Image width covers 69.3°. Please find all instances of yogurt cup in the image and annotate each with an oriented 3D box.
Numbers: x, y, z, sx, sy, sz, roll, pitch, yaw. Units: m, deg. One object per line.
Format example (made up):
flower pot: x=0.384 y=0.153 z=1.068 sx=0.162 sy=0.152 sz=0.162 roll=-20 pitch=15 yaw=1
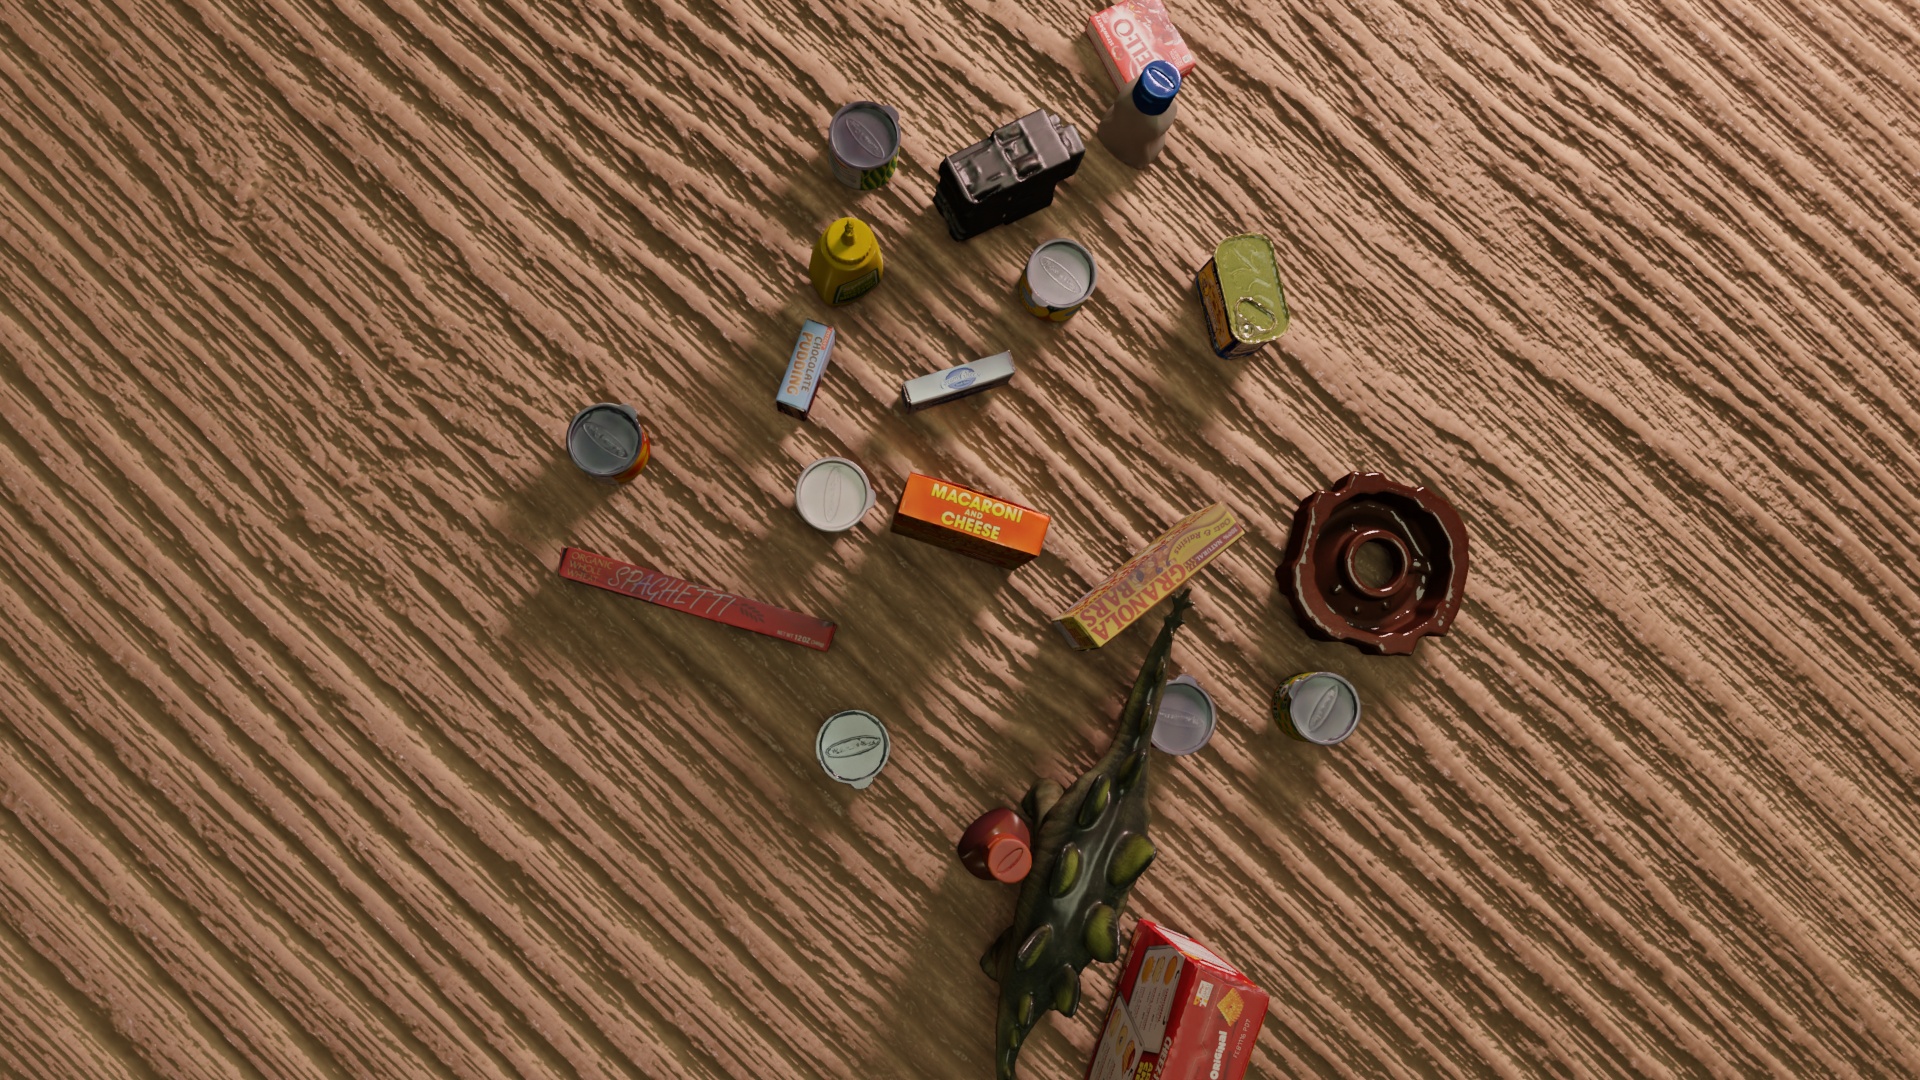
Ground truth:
yogurt cup: x=-0.116 y=-0.039 z=1.262 sx=0.072 sy=0.054 sz=0.072 roll=1 pitch=84 yaw=-5

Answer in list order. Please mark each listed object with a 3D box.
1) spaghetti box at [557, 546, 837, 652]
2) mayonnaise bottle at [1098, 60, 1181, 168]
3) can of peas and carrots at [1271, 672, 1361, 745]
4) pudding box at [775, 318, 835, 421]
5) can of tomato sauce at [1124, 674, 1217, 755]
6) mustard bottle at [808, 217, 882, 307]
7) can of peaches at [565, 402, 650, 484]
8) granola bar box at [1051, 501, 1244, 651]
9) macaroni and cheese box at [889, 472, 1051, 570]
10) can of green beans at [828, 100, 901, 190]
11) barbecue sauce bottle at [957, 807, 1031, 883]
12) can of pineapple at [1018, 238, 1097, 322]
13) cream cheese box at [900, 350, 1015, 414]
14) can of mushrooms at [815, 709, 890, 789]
spaghetti box: x=-0.234 y=0.053 z=1.243 sx=0.250 sy=0.050 sz=0.029 roll=16 pitch=83 yaw=-4
mayonnaise bottle: x=0.169 y=-0.394 z=1.279 sx=0.065 sy=0.148 sz=0.041 roll=39 pitch=82 yaw=-1
can of peas and carrots: x=0.325 y=0.153 z=1.280 sx=0.071 sy=0.058 sz=0.071 roll=1 pitch=84 yaw=-5
pudding box: x=-0.141 y=-0.156 z=1.274 sx=0.030 sy=0.049 sz=0.084 roll=20 pitch=83 yaw=-3
can of tomato sauce: x=0.188 y=0.156 z=1.255 sx=0.071 sy=0.083 sz=0.071 roll=1 pitch=84 yaw=-5
mustard bottle: x=-0.101 y=-0.251 z=1.232 sx=0.065 sy=0.160 sz=0.049 roll=-28 pitch=88 yaw=-7
can of peaches: x=-0.313 y=-0.088 z=1.246 sx=0.071 sy=0.058 sz=0.071 roll=1 pitch=84 yaw=-5
granola bar box: x=0.166 y=0.035 z=1.245 sx=0.166 sy=0.124 sz=0.039 roll=-37 pitch=89 yaw=-8
macaroni and cheese box: x=0.004 y=-0.015 z=1.214 sx=0.124 sy=0.166 sz=0.040 roll=17 pitch=83 yaw=-3
can of green beans: x=-0.090 y=-0.368 z=1.298 sx=0.071 sy=0.057 sz=0.071 roll=1 pitch=84 yaw=-5
barbecue sauce bottle: x=0.033 y=0.266 z=1.195 sx=0.065 sy=0.148 sz=0.043 roll=-42 pitch=89 yaw=-8
can of pineapple: x=0.089 y=-0.242 z=1.301 sx=0.071 sy=0.058 sz=0.071 roll=1 pitch=84 yaw=-5
cream cheese box: x=-0.003 y=-0.146 z=1.284 sx=0.104 sy=0.053 sz=0.024 roll=-18 pitch=86 yaw=-7
can of mushrooms: x=-0.097 y=0.187 z=1.250 sx=0.071 sy=0.033 sz=0.071 roll=1 pitch=84 yaw=-5
